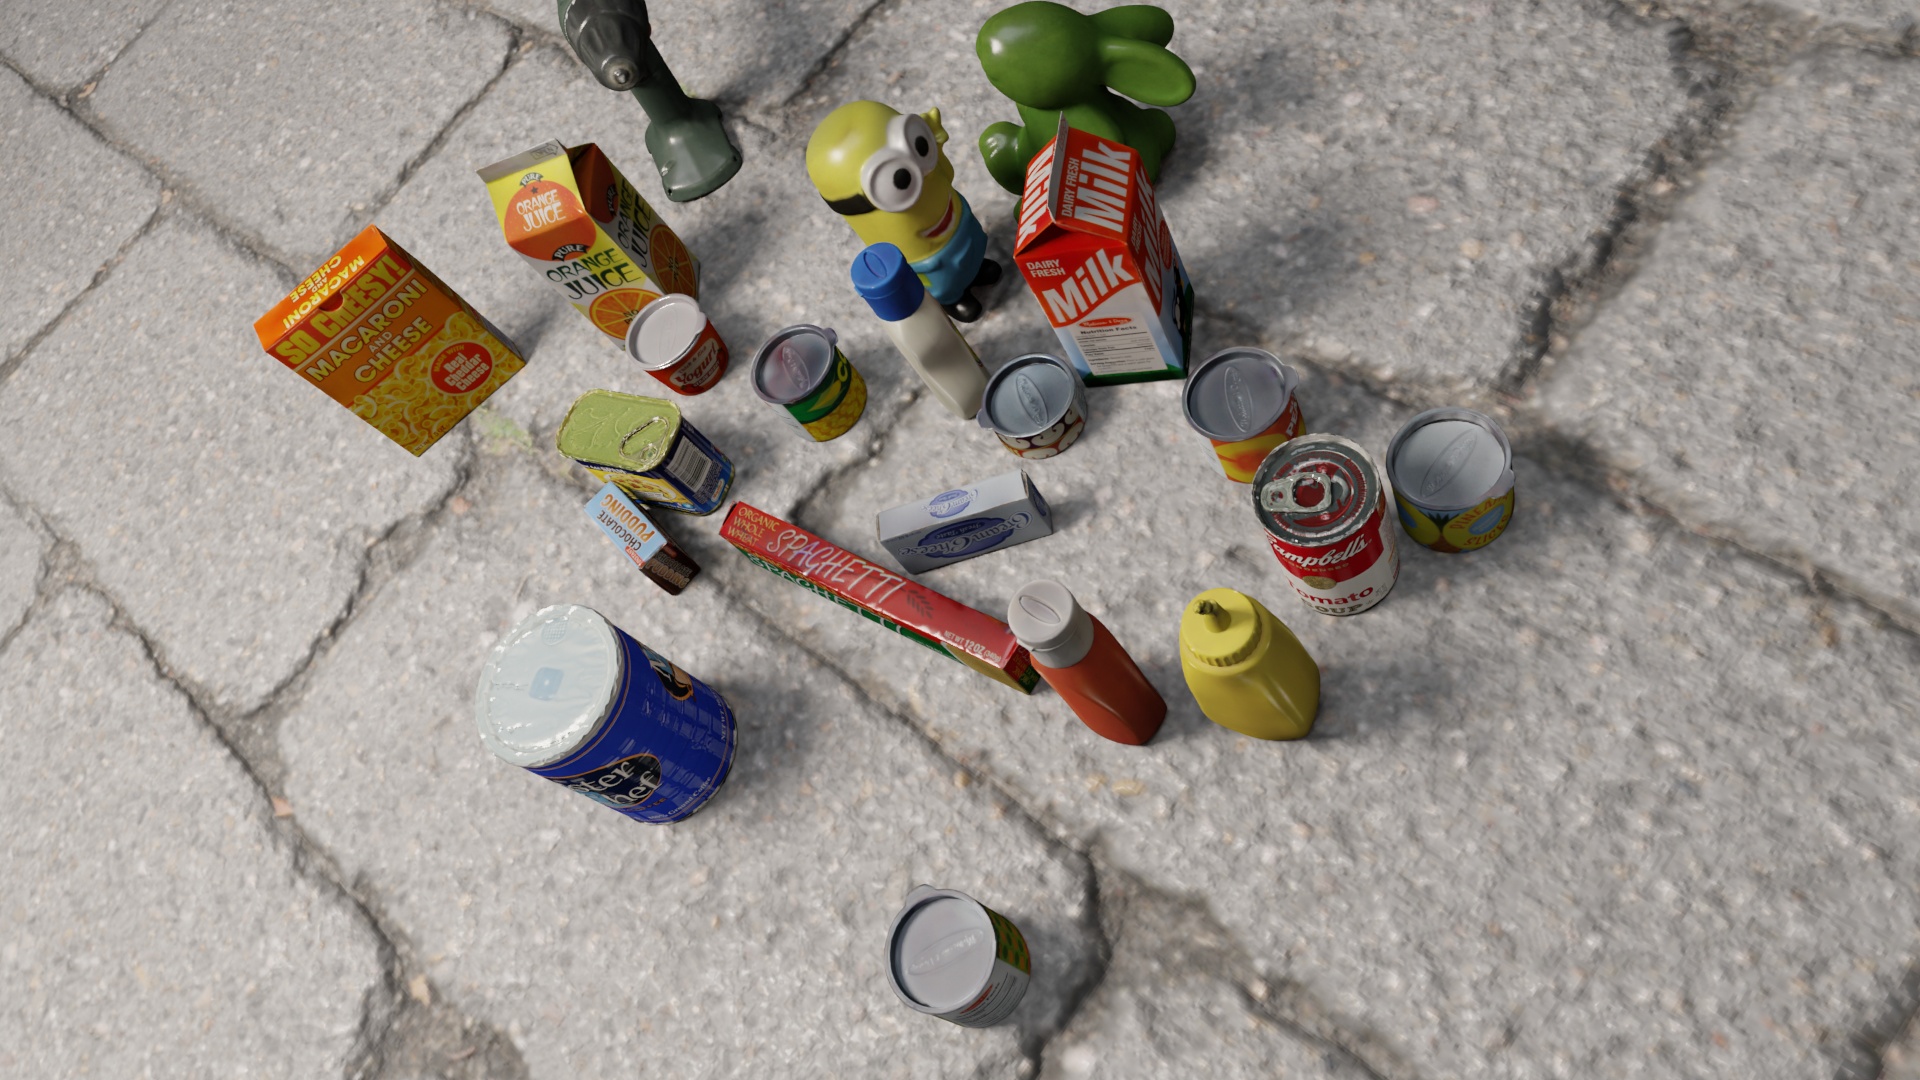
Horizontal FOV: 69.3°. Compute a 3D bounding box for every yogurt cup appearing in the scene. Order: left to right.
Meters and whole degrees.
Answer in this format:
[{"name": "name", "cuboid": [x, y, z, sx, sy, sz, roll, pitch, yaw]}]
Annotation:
[{"name": "yogurt cup", "cuboid": [-0.216, -0.148, 1.070, 0.072, 0.053, 0.073, -10, 61, 19]}]

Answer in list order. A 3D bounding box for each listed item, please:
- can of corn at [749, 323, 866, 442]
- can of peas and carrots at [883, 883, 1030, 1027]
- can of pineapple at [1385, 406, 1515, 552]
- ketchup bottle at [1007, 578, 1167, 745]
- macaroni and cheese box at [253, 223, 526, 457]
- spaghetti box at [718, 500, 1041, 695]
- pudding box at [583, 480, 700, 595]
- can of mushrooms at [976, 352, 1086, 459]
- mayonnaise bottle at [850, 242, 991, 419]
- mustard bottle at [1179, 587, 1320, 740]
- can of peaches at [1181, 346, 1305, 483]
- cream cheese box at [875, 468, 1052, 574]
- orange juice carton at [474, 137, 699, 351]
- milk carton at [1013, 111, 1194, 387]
[{"name": "can of corn", "cuboid": [-0.106, -0.114, 1.001, 0.071, 0.058, 0.071, -10, 61, 19]}, {"name": "can of peas and carrots", "cuboid": [-0.002, 0.231, 0.772, 0.071, 0.058, 0.071, -10, 61, 19]}, {"name": "can of pineapple", "cuboid": [0.279, -0.032, 0.787, 0.071, 0.057, 0.071, -10, 61, 19]}, {"name": "ketchup bottle", "cuboid": [0.068, 0.068, 0.773, 0.065, 0.148, 0.043, 30, 79, 33]}, {"name": "macaroni and cheese box", "cuboid": [-0.450, -0.156, 1.110, 0.124, 0.166, 0.040, -41, 56, 0]}, {"name": "spaghetti box", "cuboid": [-0.056, 0.034, 0.905, 0.250, 0.050, 0.029, 23, 76, 32]}, {"name": "pudding box", "cuboid": [-0.230, -0.002, 1.002, 0.030, 0.049, 0.084, -46, 56, -4]}, {"name": "can of mushrooms", "cuboid": [0.048, -0.089, 0.934, 0.071, 0.033, 0.071, -10, 61, 19]}, {"name": "mayonnaise bottle", "cuboid": [-0.025, -0.140, 0.924, 0.041, 0.147, 0.065, -38, 56, 2]}, {"name": "mustard bottle", "cuboid": [0.148, 0.061, 0.733, 0.065, 0.160, 0.049, 5, 67, 26]}, {"name": "can of peaches", "cuboid": [0.178, -0.077, 0.855, 0.071, 0.058, 0.071, -10, 61, 19]}, {"name": "cream cheese box", "cuboid": [0.003, -0.011, 0.901, 0.104, 0.053, 0.024, -17, 59, 15]}, {"name": "orange juice carton", "cuboid": [-0.280, -0.232, 1.059, 0.072, 0.192, 0.073, -14, 60, 17]}, {"name": "milk carton", "cuboid": [0.088, -0.177, 0.868, 0.073, 0.190, 0.072, -3, 64, 23]}]
